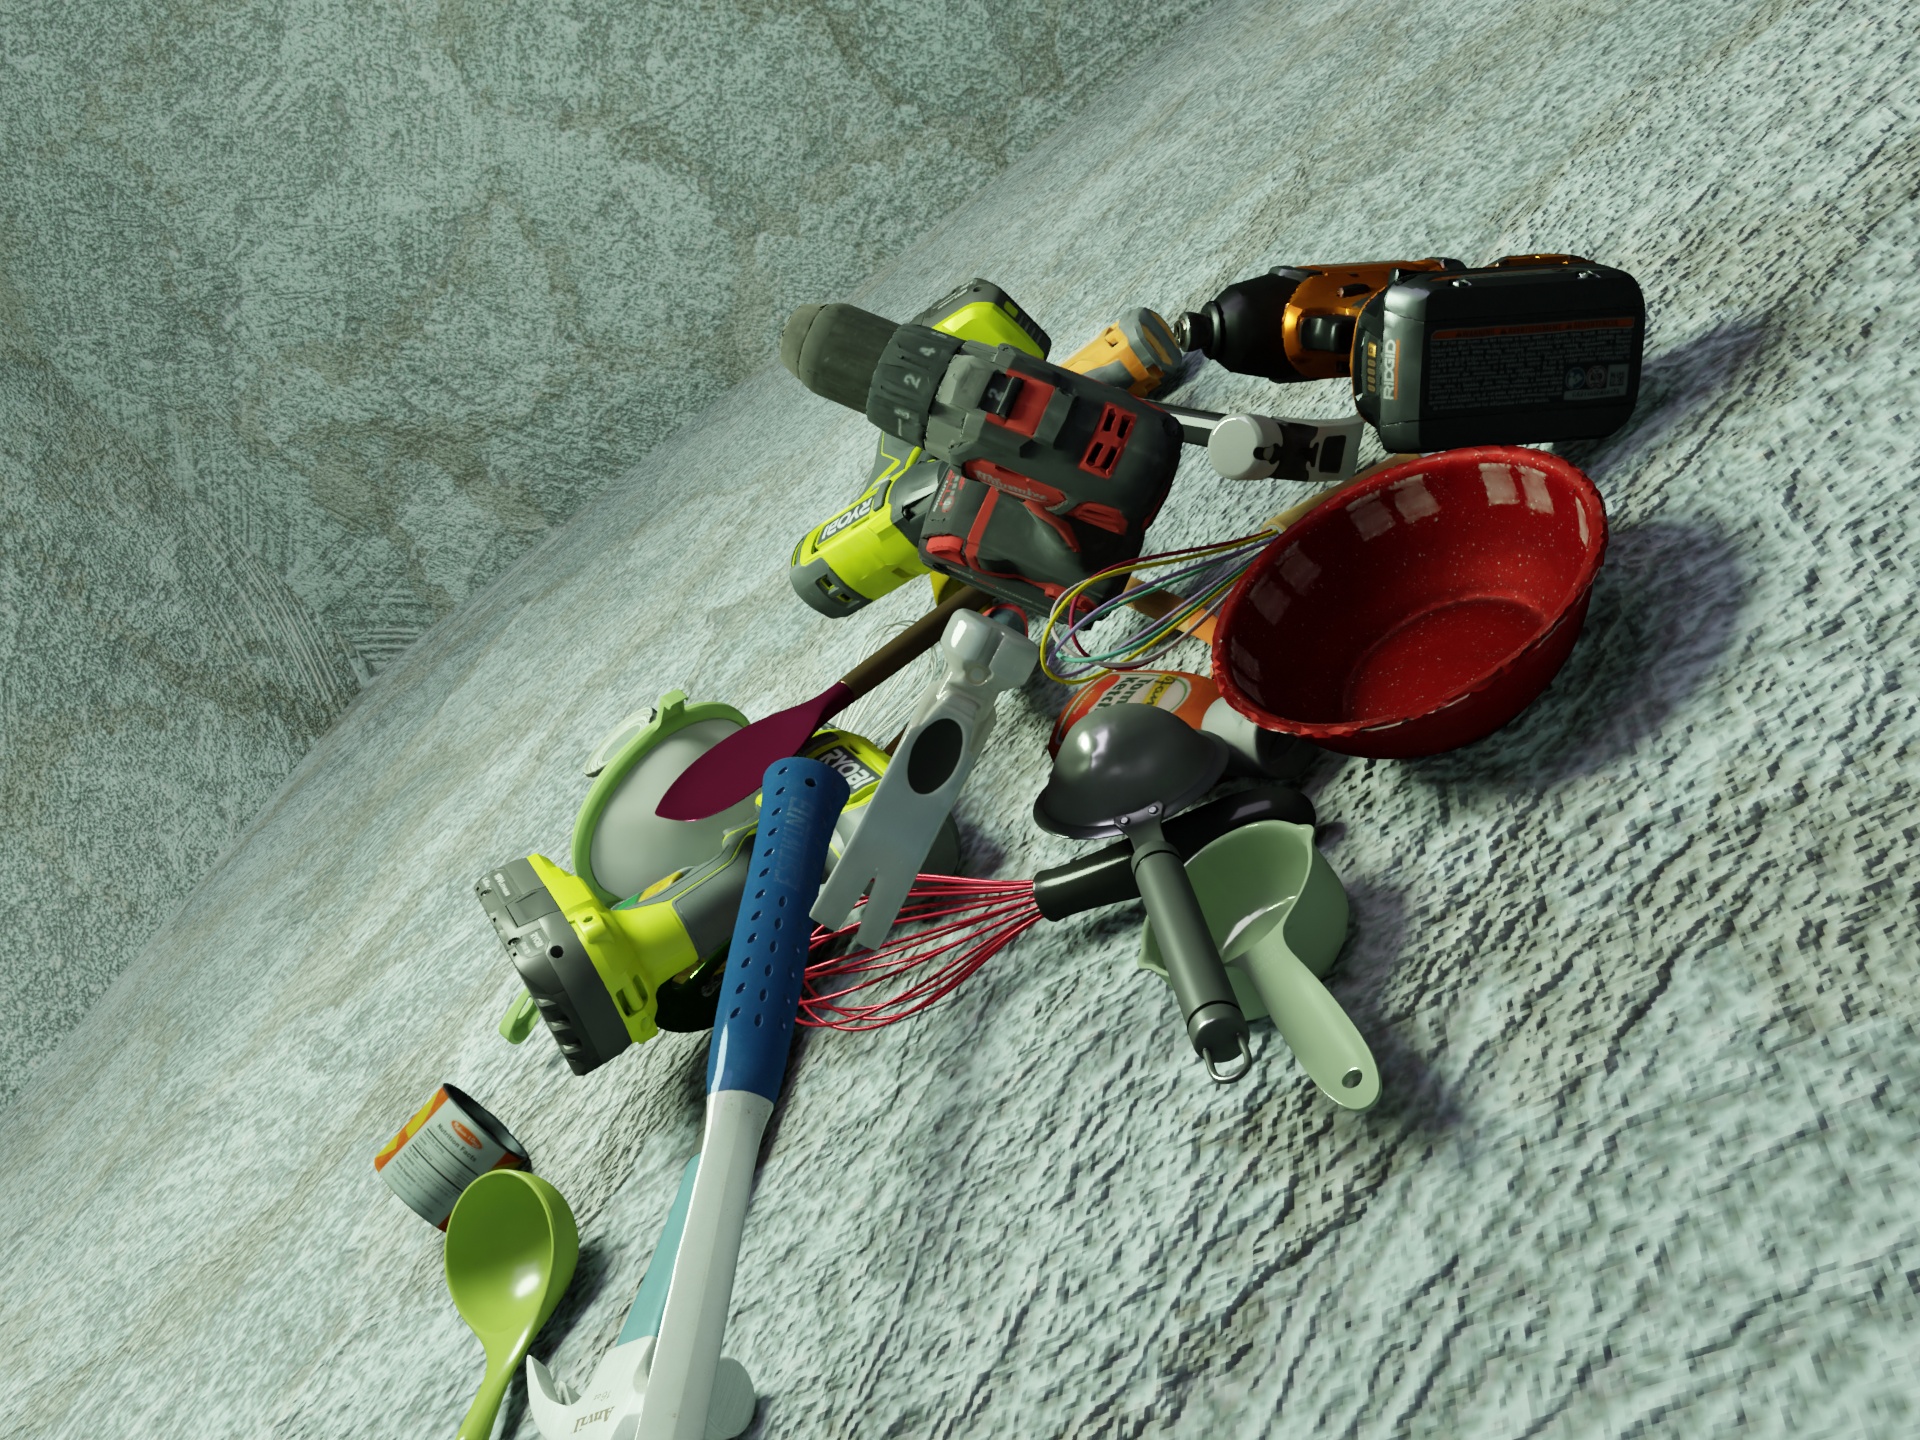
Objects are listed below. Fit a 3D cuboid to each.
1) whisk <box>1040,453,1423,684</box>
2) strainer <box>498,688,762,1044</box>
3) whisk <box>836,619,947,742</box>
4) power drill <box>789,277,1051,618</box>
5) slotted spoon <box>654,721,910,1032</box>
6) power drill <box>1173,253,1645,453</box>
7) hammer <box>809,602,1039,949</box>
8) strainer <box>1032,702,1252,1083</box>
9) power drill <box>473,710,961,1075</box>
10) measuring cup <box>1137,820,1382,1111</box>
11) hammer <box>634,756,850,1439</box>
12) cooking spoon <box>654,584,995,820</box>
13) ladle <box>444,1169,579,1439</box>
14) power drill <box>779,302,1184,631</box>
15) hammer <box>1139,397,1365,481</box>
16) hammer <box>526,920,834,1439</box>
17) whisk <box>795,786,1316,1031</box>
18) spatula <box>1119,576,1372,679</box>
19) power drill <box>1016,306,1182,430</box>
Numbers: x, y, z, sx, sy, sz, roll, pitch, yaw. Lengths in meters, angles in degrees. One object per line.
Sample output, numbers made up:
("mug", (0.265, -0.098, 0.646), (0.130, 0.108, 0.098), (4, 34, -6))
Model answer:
("whisk", (0.135, -0.079, 0.751), (0.245, 0.047, 0.051), (-28, 13, -25))
("strainer", (-0.199, 0.110, 1.011), (0.069, 0.151, 0.256), (33, 87, 26))
("whisk", (-0.082, 0.027, 1.030), (0.246, 0.058, 0.059), (-57, -10, -26))
("power drill", (-0.017, -0.183, 1.051), (0.171, 0.080, 0.223), (-25, 37, 41))
("slotted spoon", (-0.075, 0.059, 0.943), (0.314, 0.070, 0.031), (-47, -4, -27))
("power drill", (0.211, -0.189, 0.791), (0.164, 0.084, 0.227), (-6, 20, -8))
("hammer", (-0.001, -0.003, 0.811), (0.143, 0.038, 0.386), (-63, 0, 10))
("strainer", (0.074, 0.049, 0.603), (0.087, 0.050, 0.259), (-21, 28, 5))
("power drill", (-0.135, 0.076, 0.858), (0.228, 0.080, 0.191), (-28, 31, -18))
("measuring cup", (0.116, 0.094, 0.553), (0.083, 0.038, 0.168), (-40, 23, 6))
("hammer", (-0.092, 0.154, 0.612), (0.406, 0.144, 0.035), (-85, 7, -52))
("cooking spoon", (-0.049, -0.028, 0.906), (0.069, 0.017, 0.319), (4, 33, 43))
("ladle", (-0.227, 0.329, 0.677), (0.078, 0.062, 0.320), (-34, 25, 22))
("power drill", (0.013, -0.128, 0.792), (0.226, 0.188, 0.080), (65, -131, -80))
("hammer", (0.069, -0.180, 0.899), (0.335, 0.035, 0.146), (21, 20, 39))
("hammer", (-0.112, 0.200, 0.755), (0.128, 0.033, 0.331), (-30, 24, 27))
("whisk", (0.023, 0.083, 0.710), (0.296, 0.073, 0.073), (-22, 28, 31))
("spatula", (0.117, -0.064, 0.850), (0.081, 0.041, 0.323), (-28, 18, -7))
("power drill", (0.062, -0.203, 1.172), (0.185, 0.084, 0.226), (-30, 20, 35))
